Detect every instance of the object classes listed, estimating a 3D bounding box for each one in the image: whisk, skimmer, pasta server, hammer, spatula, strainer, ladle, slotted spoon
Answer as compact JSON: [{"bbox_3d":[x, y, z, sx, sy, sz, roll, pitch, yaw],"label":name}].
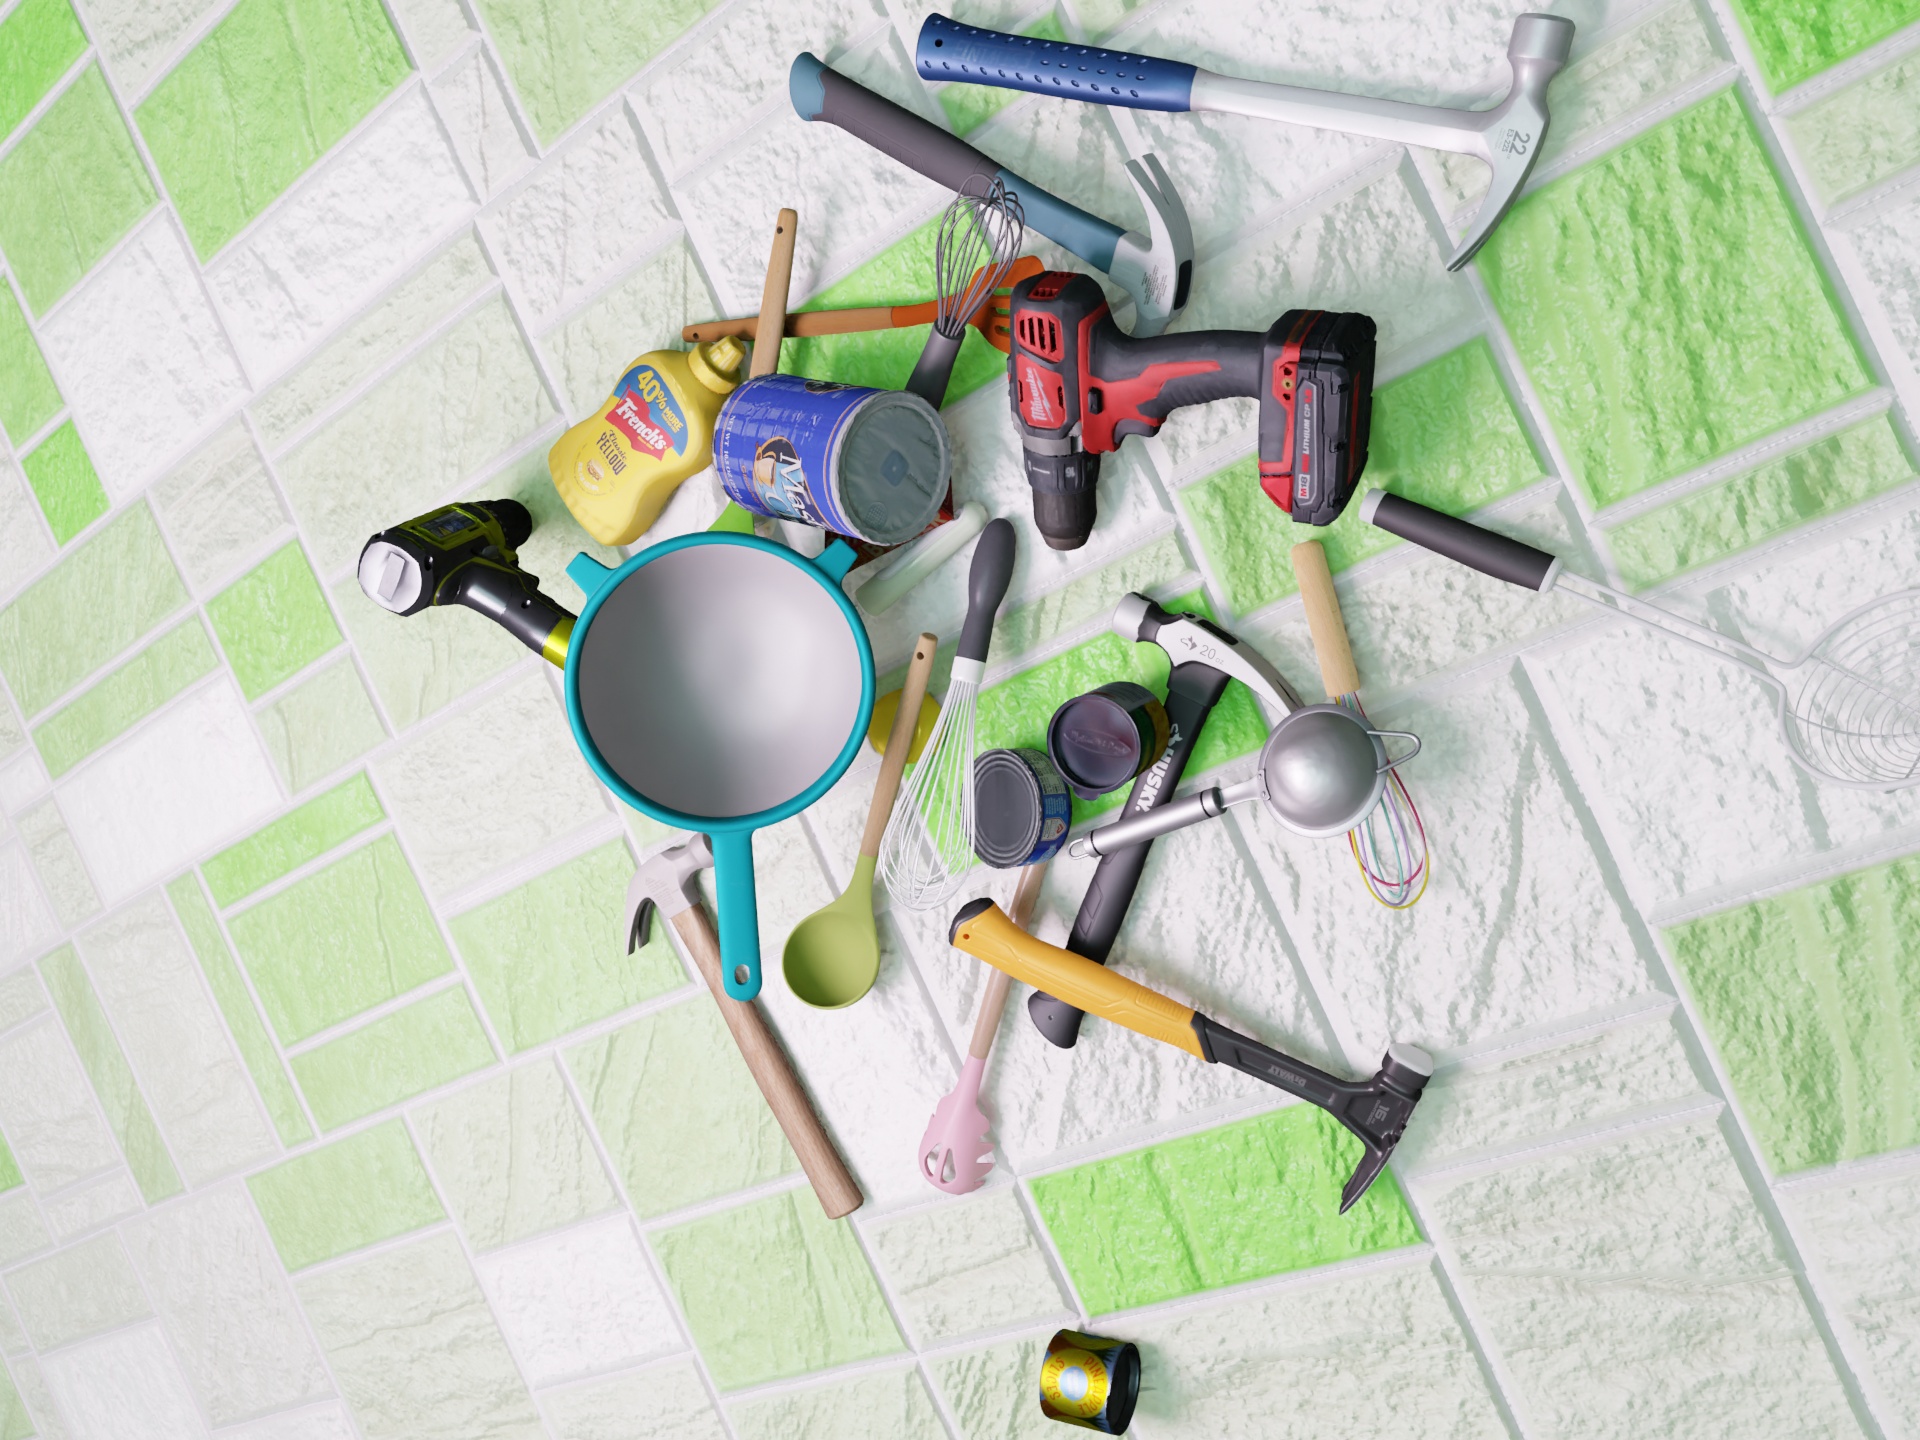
[{"bbox_3d":[-0.002,-0.004,1.116,0.070,0.070,0.284,12,88,24],"label":"whisk"},{"bbox_3d":[0.398,-0.071,0.905,0.363,0.090,0.127,27,80,22],"label":"skimmer"},{"bbox_3d":[0.023,0.226,1.202,0.060,0.040,0.316,22,106,21],"label":"pasta server"},{"bbox_3d":[0.256,0.003,1.027,0.047,0.051,0.245,-15,90,8],"label":"whisk"},{"bbox_3d":[0.014,-0.358,1.057,0.331,0.033,0.128,35,135,20],"label":"hammer"},{"bbox_3d":[0.155,-0.385,0.989,0.406,0.035,0.144,19,109,22],"label":"hammer"},{"bbox_3d":[-0.070,-0.281,1.124,0.323,0.041,0.081,3,125,28],"label":"spatula"},{"bbox_3d":[-0.166,0.028,1.139,0.211,0.095,0.340,-4,106,-8],"label":"strainer"},{"bbox_3d":[-0.174,0.257,1.305,0.130,0.031,0.331,-30,87,29],"label":"hammer"},{"bbox_3d":[-0.075,-0.082,1.167,0.246,0.058,0.059,-37,120,22],"label":"whisk"},{"bbox_3d":[-0.067,0.080,1.174,0.078,0.062,0.320,26,119,17],"label":"ladle"},{"bbox_3d":[-0.010,-0.260,1.052,0.055,0.055,0.238,44,144,12],"label":"whisk"},{"bbox_3d":[0.124,0.089,1.112,0.146,0.035,0.334,28,113,20],"label":"hammer"},{"bbox_3d":[-0.153,-0.217,1.169,0.070,0.031,0.313,26,117,25],"label":"slotted spoon"},{"bbox_3d":[0.144,0.216,1.103,0.337,0.034,0.127,24,111,11],"label":"hammer"},{"bbox_3d":[0.171,0.052,1.034,0.258,0.050,0.087,-23,65,35],"label":"strainer"}]

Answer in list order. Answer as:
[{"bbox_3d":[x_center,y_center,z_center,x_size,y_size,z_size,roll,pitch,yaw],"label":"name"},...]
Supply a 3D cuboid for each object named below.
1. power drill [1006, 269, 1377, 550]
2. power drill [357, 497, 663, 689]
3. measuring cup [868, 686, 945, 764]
[{"bbox_3d":[0.137,-0.181,1.005,0.227,0.080,0.187,12,129,23],"label":"power drill"},{"bbox_3d":[-0.321,-0.095,1.232,0.228,0.190,0.080,30,114,3],"label":"power drill"},{"bbox_3d":[-0.086,-0.005,1.201,0.156,0.029,0.062,13,107,25],"label":"measuring cup"}]
